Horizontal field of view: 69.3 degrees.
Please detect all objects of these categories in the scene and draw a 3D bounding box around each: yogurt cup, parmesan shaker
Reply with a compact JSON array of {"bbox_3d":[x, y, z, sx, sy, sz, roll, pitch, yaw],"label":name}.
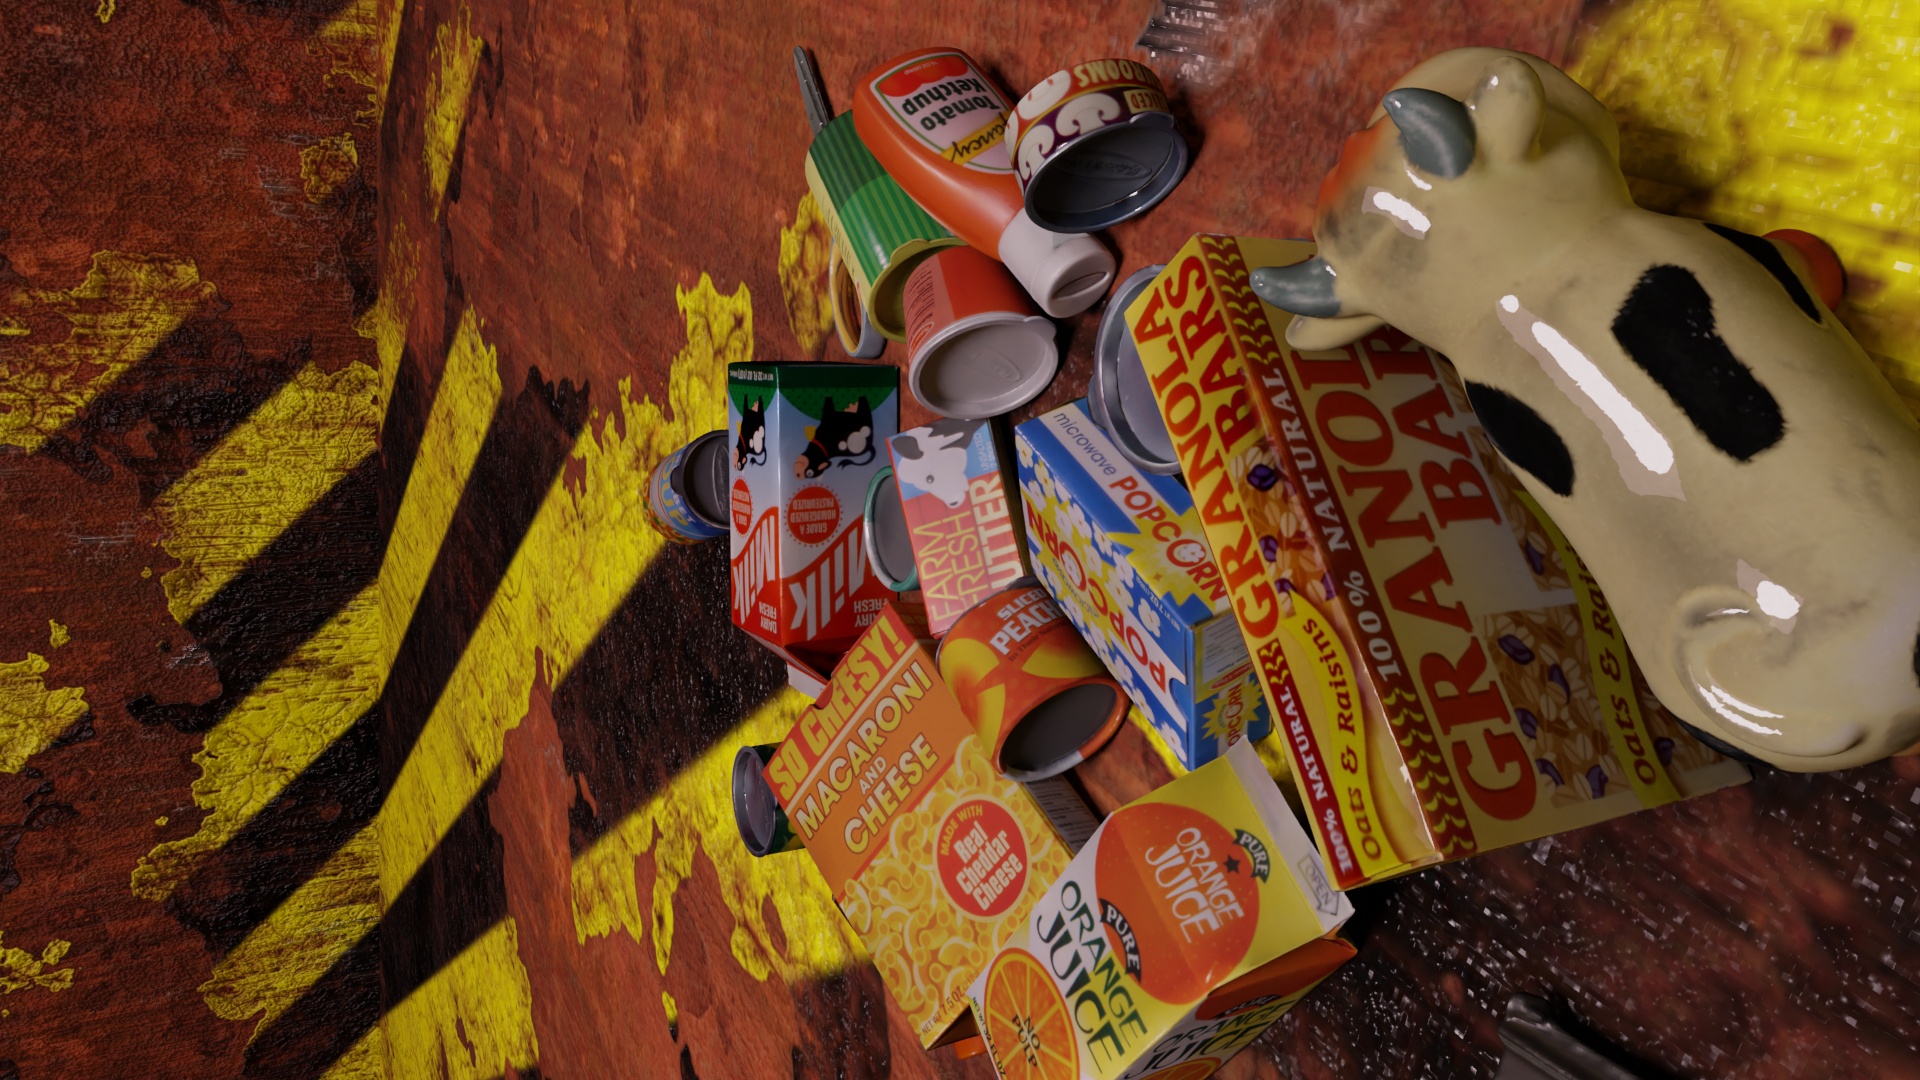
[{"bbox_3d":[0.006,-0.096,0.627,0.072,0.072,0.054,-57,39,46],"label":"yogurt cup"},{"bbox_3d":[-0.031,-0.157,0.674,0.071,0.071,0.103,-60,44,44],"label":"parmesan shaker"}]

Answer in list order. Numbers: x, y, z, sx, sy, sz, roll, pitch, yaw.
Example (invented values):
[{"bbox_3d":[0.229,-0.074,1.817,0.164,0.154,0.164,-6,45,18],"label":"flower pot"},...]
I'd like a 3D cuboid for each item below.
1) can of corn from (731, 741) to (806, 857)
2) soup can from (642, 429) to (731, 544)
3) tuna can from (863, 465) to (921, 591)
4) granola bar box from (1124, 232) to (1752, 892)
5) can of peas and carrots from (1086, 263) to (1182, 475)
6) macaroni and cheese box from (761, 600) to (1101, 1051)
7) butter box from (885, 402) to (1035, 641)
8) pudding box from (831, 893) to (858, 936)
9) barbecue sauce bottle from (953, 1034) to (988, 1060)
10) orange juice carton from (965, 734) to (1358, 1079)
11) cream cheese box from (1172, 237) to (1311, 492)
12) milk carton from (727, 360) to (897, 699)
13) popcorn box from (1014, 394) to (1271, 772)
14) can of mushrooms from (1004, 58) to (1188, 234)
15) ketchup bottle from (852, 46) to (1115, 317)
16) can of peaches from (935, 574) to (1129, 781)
[{"bbox_3d":[-0.098,0.152,0.835,0.071,0.058,0.071,11,103,59],"label":"can of corn"},{"bbox_3d":[-0.171,-0.034,0.925,0.083,0.071,0.071,-15,81,59],"label":"soup can"},{"bbox_3d":[-0.021,-0.008,0.711,0.071,0.033,0.071,13,105,59],"label":"tuna can"},{"bbox_3d":[0.125,0.000,0.374,0.039,0.124,0.166,-44,56,51],"label":"granola bar box"},{"bbox_3d":[0.085,-0.055,0.451,0.071,0.059,0.070,15,107,57],"label":"can of peas and carrots"},{"bbox_3d":[-0.014,0.129,0.651,0.123,0.040,0.167,-53,55,22],"label":"macaroni and cheese box"},{"bbox_3d":[0.002,-0.008,0.654,0.053,0.024,0.103,-18,74,16],"label":"butter box"},{"bbox_3d":[-0.045,0.179,0.776,0.050,0.030,0.083,39,126,50],"label":"pudding box"},{"bbox_3d":[-0.005,0.180,0.696,0.064,0.044,0.149,-41,60,48],"label":"barbecue sauce bottle"},{"bbox_3d":[0.078,0.154,0.524,0.072,0.073,0.191,64,143,33],"label":"orange juice carton"},{"bbox_3d":[0.107,-0.051,0.498,0.053,0.024,0.103,61,141,34],"label":"cream cheese box"},{"bbox_3d":[-0.082,-0.004,0.776,0.072,0.073,0.190,15,106,58],"label":"milk carton"},{"bbox_3d":[0.068,0.014,0.528,0.127,0.038,0.084,54,161,42],"label":"popcorn box"},{"bbox_3d":[0.053,-0.153,0.536,0.070,0.071,0.033,-46,54,52],"label":"can of mushrooms"},{"bbox_3d":[0.013,-0.158,0.613,0.149,0.065,0.043,54,159,29],"label":"ketchup bottle"},{"bbox_3d":[0.031,0.060,0.597,0.058,0.071,0.071,57,139,38],"label":"can of peaches"}]
